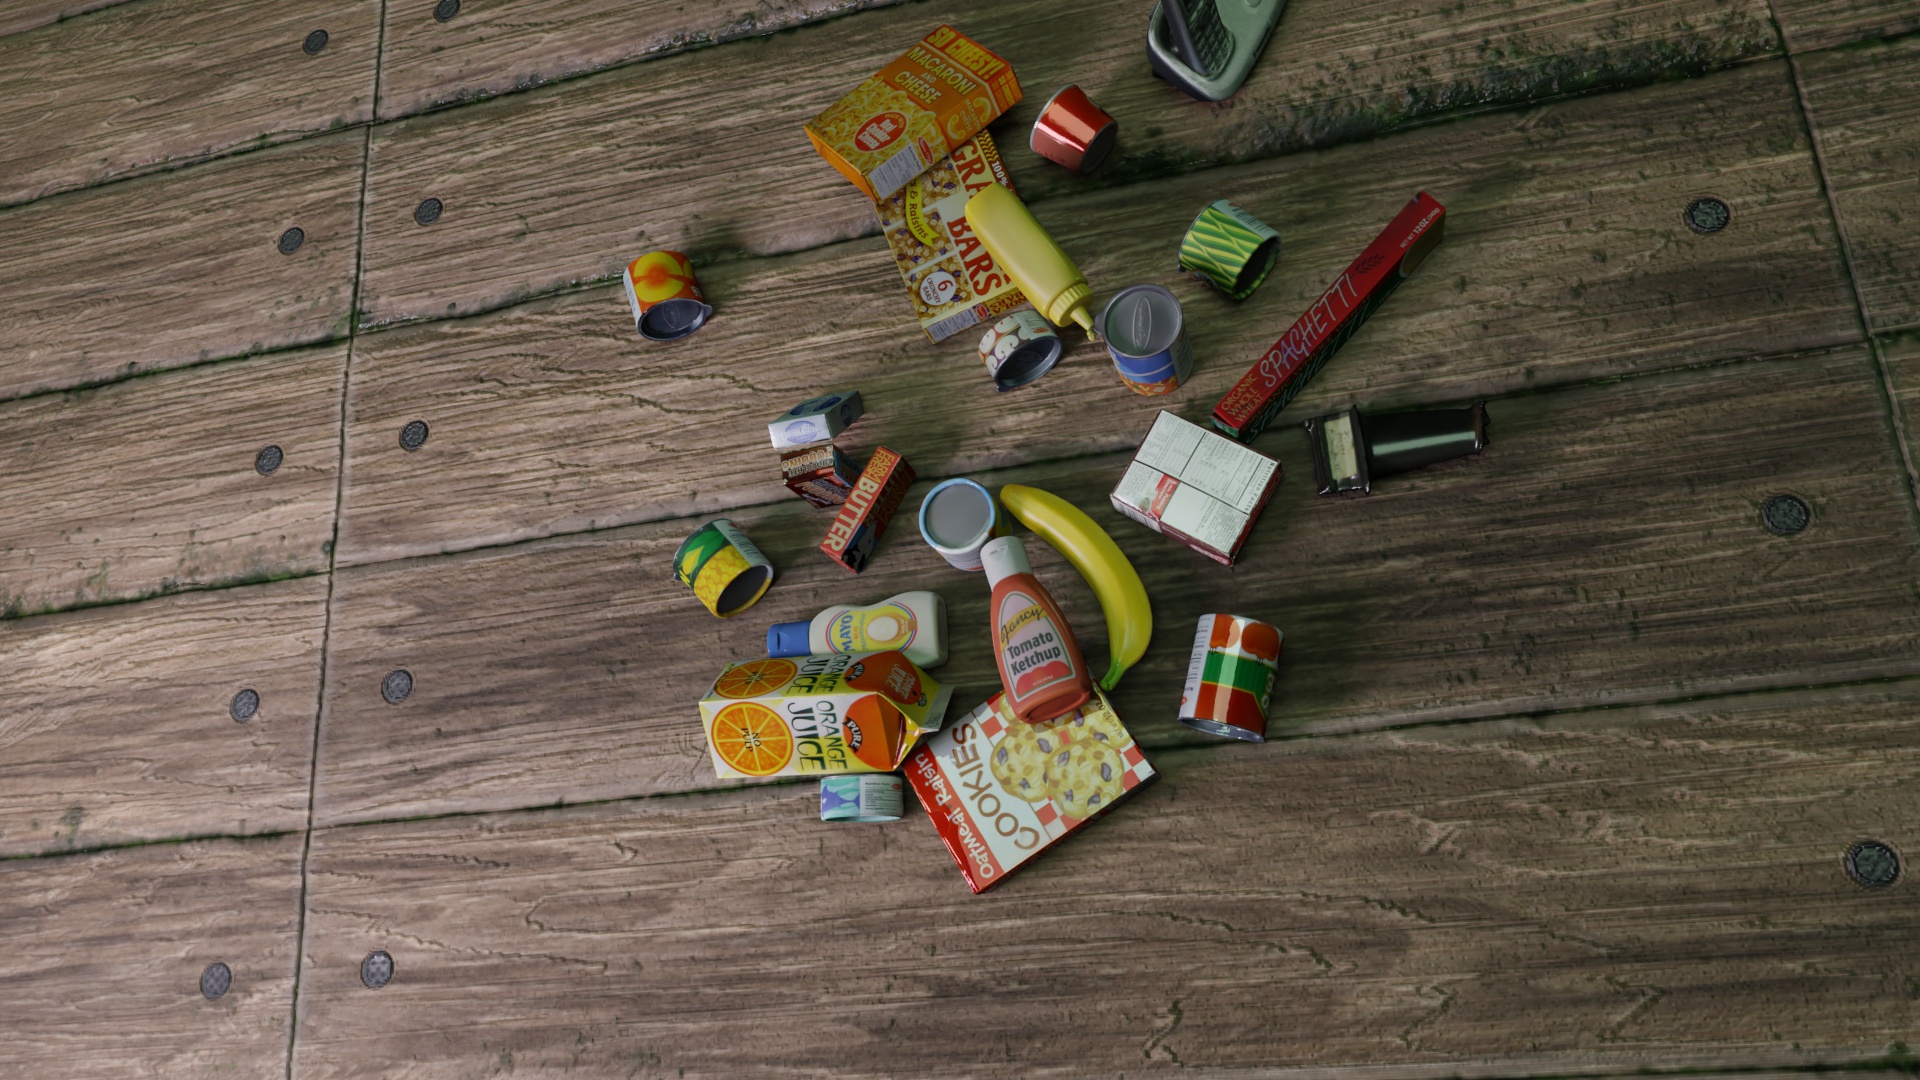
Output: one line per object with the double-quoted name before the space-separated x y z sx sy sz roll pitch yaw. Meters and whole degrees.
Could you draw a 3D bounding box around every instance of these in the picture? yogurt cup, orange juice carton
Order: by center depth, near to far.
"orange juice carton" -0.103 0.138 1.114 0.193 0.072 0.072 -5 111 14
"yogurt cup" 0.103 -0.361 1.230 0.054 0.072 0.072 38 87 14

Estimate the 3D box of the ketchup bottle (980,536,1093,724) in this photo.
"ketchup bottle" 0.052 0.066 1.086 0.064 0.043 0.149 -24 57 9

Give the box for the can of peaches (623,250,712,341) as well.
"can of peaches" -0.273 -0.228 1.292 0.071 0.071 0.058 -25 68 7

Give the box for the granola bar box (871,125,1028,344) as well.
"granola bar box" 0.000 -0.274 1.244 0.124 0.039 0.166 -24 69 7

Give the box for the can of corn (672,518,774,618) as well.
"can of corn" -0.205 0.026 1.194 0.071 0.071 0.058 -46 68 -1

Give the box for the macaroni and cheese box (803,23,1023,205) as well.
"macaroni and cheese box" -0.044 -0.390 1.264 0.166 0.040 0.124 -37 48 -6

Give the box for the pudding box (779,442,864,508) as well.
"pudding box" -0.115 -0.055 1.185 0.049 0.083 0.030 -11 74 12

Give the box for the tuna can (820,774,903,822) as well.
"tuna can" -0.080 0.206 1.105 0.071 0.071 0.033 -6 74 14

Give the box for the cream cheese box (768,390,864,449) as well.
"cream cheese box" -0.123 -0.104 1.196 0.053 0.104 0.024 -9 105 14

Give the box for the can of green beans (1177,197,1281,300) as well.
"can of green beans" 0.225 -0.242 1.157 0.058 0.071 0.071 40 87 22

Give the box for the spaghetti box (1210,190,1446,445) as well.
"spaghetti box" 0.298 -0.176 1.125 0.250 0.050 0.029 -47 67 -2

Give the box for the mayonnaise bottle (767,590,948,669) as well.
"mayonnaise bottle" -0.086 0.080 1.157 0.148 0.041 0.065 -7 75 13

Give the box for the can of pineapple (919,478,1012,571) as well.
"can of pineapple" 0.004 -0.014 1.152 0.071 0.057 0.071 -5 72 15

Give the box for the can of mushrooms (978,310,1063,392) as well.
"can of mushrooms" 0.049 -0.161 1.182 0.071 0.071 0.033 -33 68 4

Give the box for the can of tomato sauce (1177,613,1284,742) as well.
"can of tomato sauce" 0.208 0.105 1.056 0.071 0.071 0.083 10 76 18

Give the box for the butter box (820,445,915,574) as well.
"butter box" -0.078 -0.026 1.182 0.024 0.053 0.103 27 82 19

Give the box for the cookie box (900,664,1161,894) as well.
"cookie box" 0.052 0.179 1.089 0.167 0.040 0.123 -34 68 3

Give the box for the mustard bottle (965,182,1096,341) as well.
"mustard bottle" 0.067 -0.226 1.157 0.049 0.065 0.160 -39 74 5

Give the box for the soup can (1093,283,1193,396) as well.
"soup can" 0.152 -0.164 1.143 0.071 0.083 0.071 -5 72 14
